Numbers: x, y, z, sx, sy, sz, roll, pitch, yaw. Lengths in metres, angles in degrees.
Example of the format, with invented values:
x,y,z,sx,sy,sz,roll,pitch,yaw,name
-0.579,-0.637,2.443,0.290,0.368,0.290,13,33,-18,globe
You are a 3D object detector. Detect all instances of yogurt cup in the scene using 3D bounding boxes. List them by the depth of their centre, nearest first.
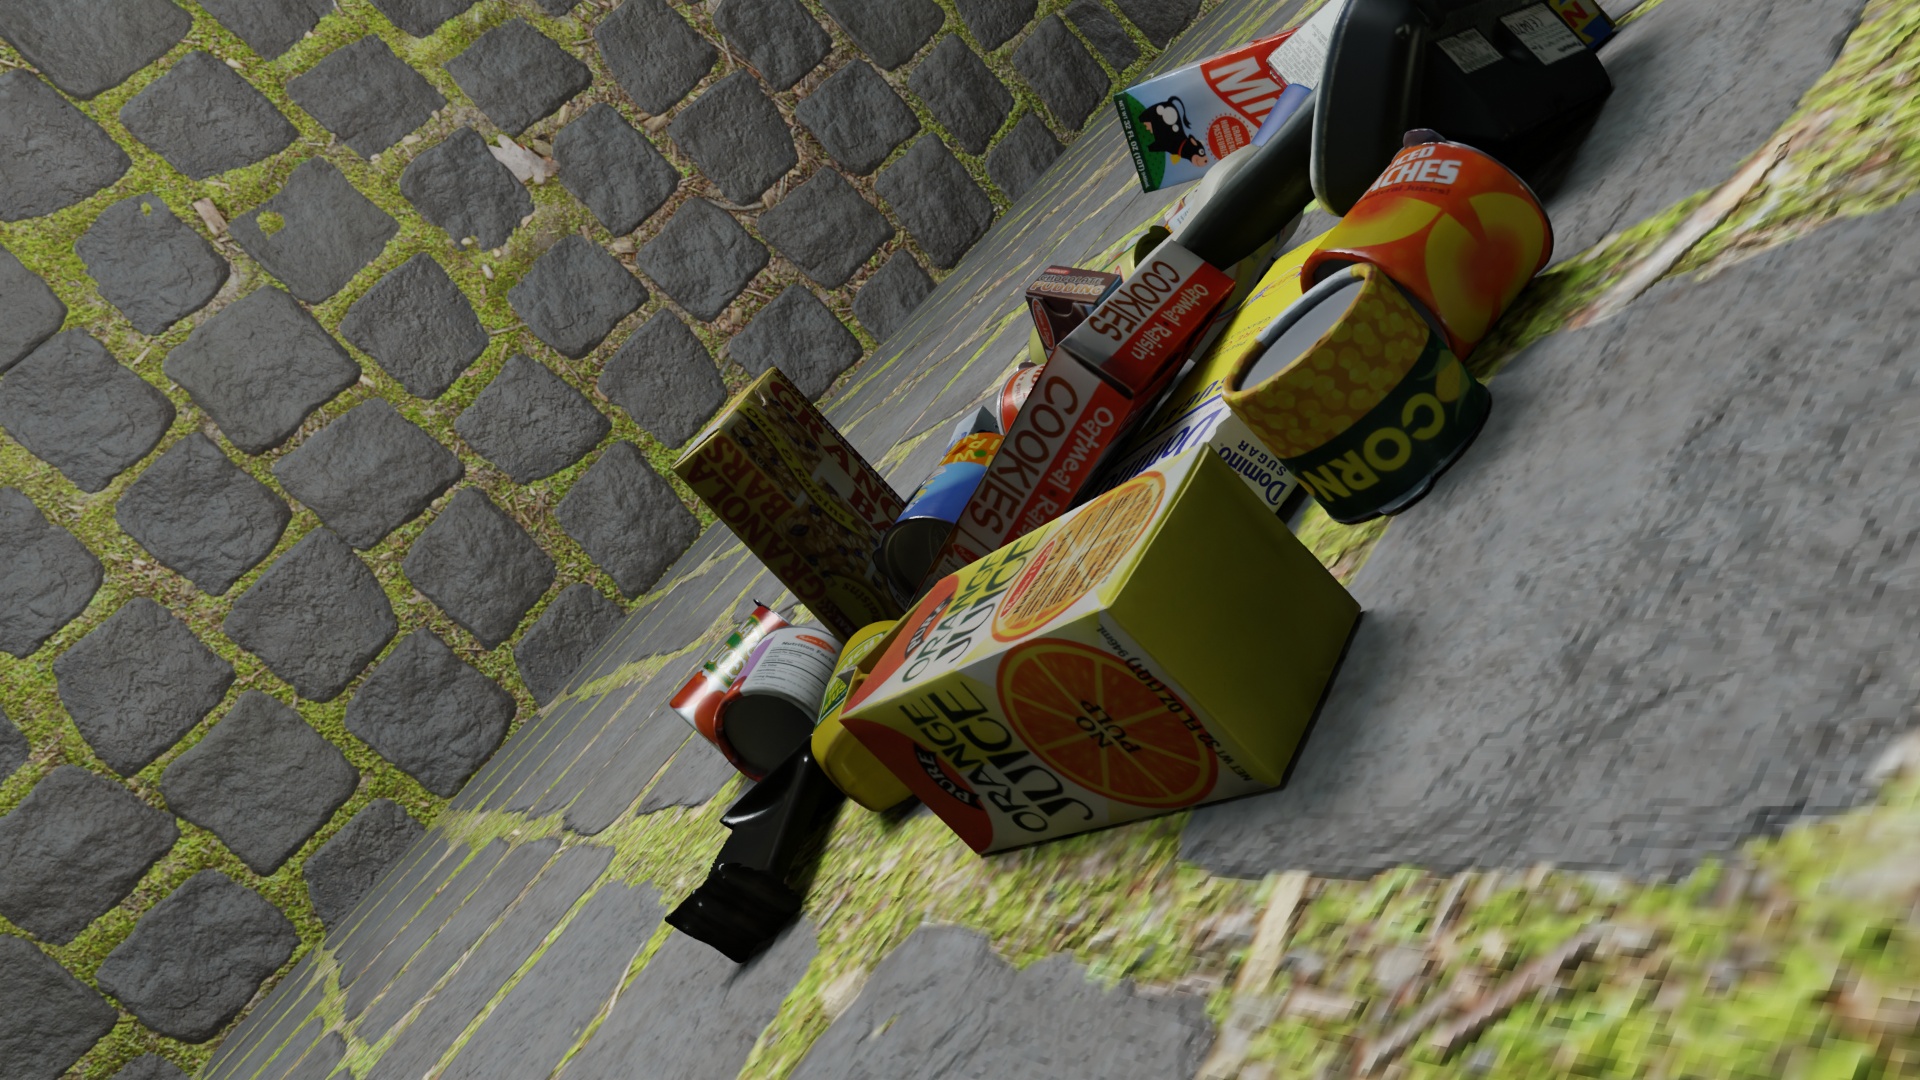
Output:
x,y,z,sx,sy,sz,roll,pitch,yaw,name
0.062,-0.071,0.769,0.053,0.072,0.073,-21,26,47,yogurt cup

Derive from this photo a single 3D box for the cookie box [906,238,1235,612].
x,y,z,sx,sy,sz,roll,pitch,yaw,name
0.049,-0.041,0.619,0.123,0.040,0.166,-47,-9,-48,cookie box

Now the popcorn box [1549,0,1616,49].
x,y,z,sx,sy,sz,roll,pitch,yaw,name
0.252,-0.225,0.700,0.126,0.038,0.085,-42,11,15,popcorn box

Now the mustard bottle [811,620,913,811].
x,y,z,sx,sy,sz,roll,pitch,yaw,name
-0.034,0.070,0.644,0.065,0.049,0.160,-42,12,5,mustard bottle

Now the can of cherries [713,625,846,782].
x,y,z,sx,sy,sz,roll,pitch,yaw,name
-0.090,0.090,0.734,0.071,0.071,0.059,-39,14,30,can of cherries

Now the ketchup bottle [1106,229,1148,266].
x,y,z,sx,sy,sz,roll,pitch,yaw,name
0.117,-0.176,0.991,0.064,0.043,0.149,-34,15,40,ketchup bottle

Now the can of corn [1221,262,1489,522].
x,y,z,sx,sy,sz,roll,pitch,yaw,name
0.129,-0.048,0.460,0.071,0.058,0.071,-43,11,11,can of corn

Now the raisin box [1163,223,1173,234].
x,y,z,sx,sy,sz,roll,pitch,yaw,name
0.167,-0.202,0.918,0.086,0.040,0.124,-42,11,18,raisin box

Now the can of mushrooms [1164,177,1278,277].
x,y,z,sx,sy,sz,roll,pitch,yaw,name
0.153,-0.177,0.814,0.033,0.071,0.071,-42,12,20,can of mushrooms

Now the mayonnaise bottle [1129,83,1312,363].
x,y,z,sx,sy,sz,roll,pitch,yaw,name
0.148,-0.169,0.740,0.148,0.065,0.041,-57,10,10,mayonnaise bottle

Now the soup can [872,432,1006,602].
x,y,z,sx,sy,sz,roll,pitch,yaw,name
0.003,-0.009,0.739,0.071,0.071,0.084,-35,15,42,soup can

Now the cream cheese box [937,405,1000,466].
x,y,z,sx,sy,sz,roll,pitch,yaw,name
0.015,-0.041,0.850,0.024,0.053,0.104,-38,13,23,cream cheese box

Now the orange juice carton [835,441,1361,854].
x,y,z,sx,sy,sz,roll,pitch,yaw,name
0.027,0.046,0.454,0.192,0.071,0.073,-30,19,52,orange juice carton

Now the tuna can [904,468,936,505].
x,y,z,sx,sy,sz,roll,pitch,yaw,name
-0.013,-0.023,0.936,0.071,0.033,0.071,-43,11,11,tuna can

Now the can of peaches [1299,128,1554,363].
x,y,z,sx,sy,sz,roll,pitch,yaw,name
0.162,-0.099,0.492,0.058,0.071,0.071,-48,12,-11,can of peaches

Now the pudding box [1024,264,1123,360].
x,y,z,sx,sy,sz,roll,pitch,yaw,name
0.074,-0.114,0.793,0.050,0.083,0.030,16,55,37,pudding box

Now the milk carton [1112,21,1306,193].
x,y,z,sx,sy,sz,roll,pitch,yaw,name
0.200,-0.286,0.893,0.190,0.072,0.074,-4,24,47,milk carton

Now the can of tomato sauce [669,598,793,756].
x,y,z,sx,sy,sz,roll,pitch,yaw,name
-0.127,0.089,0.847,0.083,0.071,0.071,-48,12,-14,can of tomato sauce

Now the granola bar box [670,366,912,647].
x,y,z,sx,sy,sz,roll,pitch,yaw,name
-0.072,-0.012,0.771,0.039,0.165,0.125,-39,13,19,granola bar box

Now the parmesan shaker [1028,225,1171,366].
x,y,z,sx,sy,sz,roll,pitch,yaw,name
0.097,-0.135,0.850,0.102,0.071,0.072,-33,16,48,parmesan shaker
